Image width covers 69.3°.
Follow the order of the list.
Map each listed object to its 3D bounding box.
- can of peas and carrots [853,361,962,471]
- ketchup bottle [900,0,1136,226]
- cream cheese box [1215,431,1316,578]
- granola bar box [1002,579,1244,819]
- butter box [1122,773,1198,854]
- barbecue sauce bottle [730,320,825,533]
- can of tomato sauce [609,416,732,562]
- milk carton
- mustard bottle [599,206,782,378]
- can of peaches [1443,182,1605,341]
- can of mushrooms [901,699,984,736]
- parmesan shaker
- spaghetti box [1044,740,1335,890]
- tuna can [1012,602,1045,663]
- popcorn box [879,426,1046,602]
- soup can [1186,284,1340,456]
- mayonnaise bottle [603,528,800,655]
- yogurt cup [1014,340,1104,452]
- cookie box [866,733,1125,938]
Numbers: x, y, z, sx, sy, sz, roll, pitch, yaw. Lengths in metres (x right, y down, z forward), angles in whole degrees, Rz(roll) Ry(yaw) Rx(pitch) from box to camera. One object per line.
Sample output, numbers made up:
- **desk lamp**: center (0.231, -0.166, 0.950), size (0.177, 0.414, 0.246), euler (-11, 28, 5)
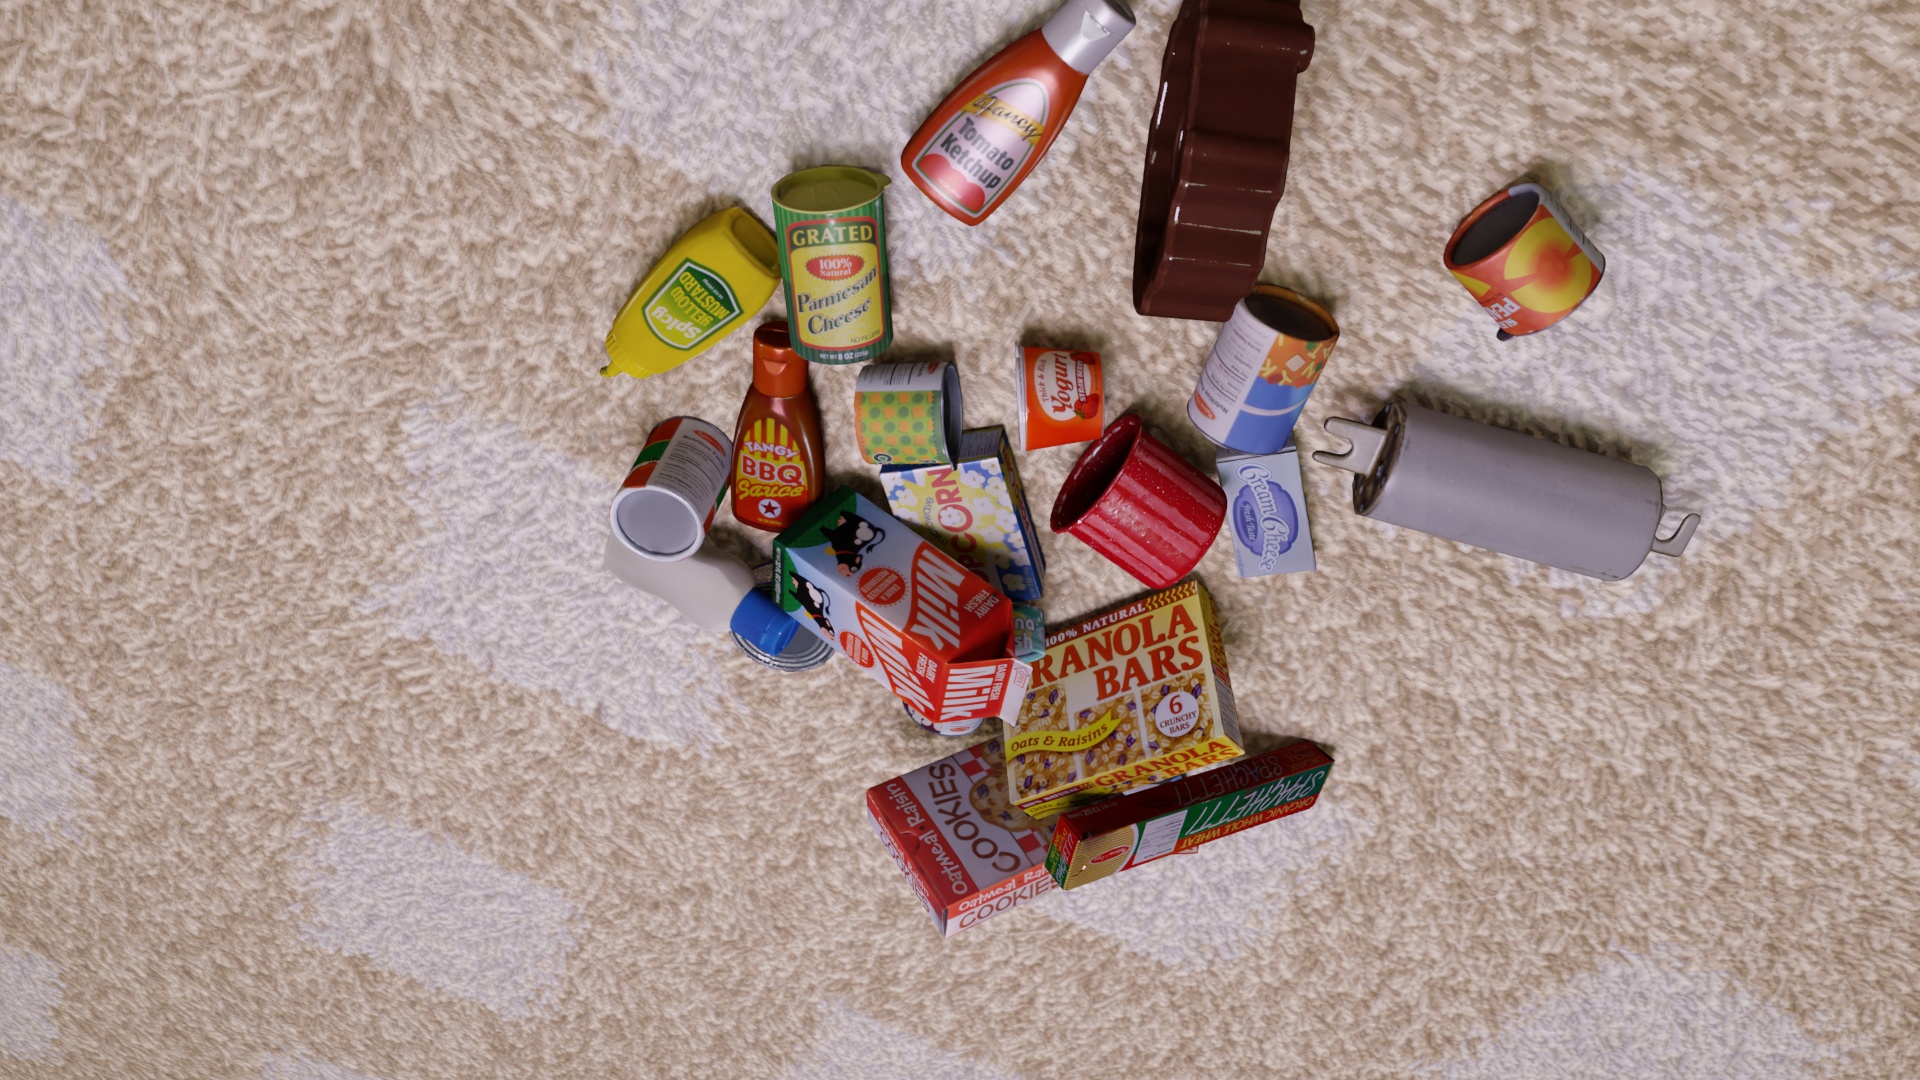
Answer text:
- **can of peas and carrots**: center (-0.033, -0.080, 0.900), size (0.059, 0.071, 0.070), euler (0, 127, 11)
- **ketchup bottle**: center (0.034, -0.247, 0.776), size (0.064, 0.044, 0.148), euler (37, 124, -18)
- **cream cheese box**: center (0.205, -0.022, 0.931), size (0.053, 0.024, 0.103), euler (-8, 125, 15)
- **granola bar box**: center (0.110, 0.114, 0.986), size (0.165, 0.125, 0.039), euler (-23, 141, 25)
- **butter box**: center (0.159, 0.211, 1.118), size (0.053, 0.024, 0.103), euler (-7, 125, 16)
- **barbecue sauce bottle**: center (-0.122, -0.075, 0.934), size (0.065, 0.044, 0.147), euler (11, 128, 4)
- **can of tomato sauce**: center (-0.197, -0.034, 0.953), size (0.071, 0.083, 0.070), euler (5, 128, 6)
- **milk carton**: center (-0.033, 0.052, 0.932), size (0.191, 0.074, 0.072), euler (35, 144, 19)
- **mustard bottle**: center (-0.181, -0.145, 0.887), size (0.159, 0.049, 0.065), euler (-34, 113, 30)
- **can of peaches**: center (0.314, -0.156, 0.781), size (0.058, 0.071, 0.071), euler (41, 123, -19)
- **can of mushrooms**: center (-0.010, 0.111, 1.045), size (0.071, 0.071, 0.033), euler (17, 128, -3)
- **parmesan shaker**: center (-0.073, -0.166, 0.843), size (0.071, 0.072, 0.102), euler (3, 128, 8)
- **spaghetti box**: center (0.171, 0.196, 1.007), size (0.251, 0.029, 0.050), euler (-9, 127, -33)
- **tuna can**: center (0.029, 0.068, 0.997), size (0.071, 0.033, 0.071), euler (-3, 164, -1)
- **popcorn box**: center (0.003, -0.012, 0.964), size (0.085, 0.038, 0.126), euler (-7, 126, 17)
- **soup can**: center (0.186, -0.104, 0.847), size (0.071, 0.072, 0.083), euler (17, 128, -3)
- **mayonnaise bottle**: center (-0.184, 0.030, 0.997), size (0.148, 0.041, 0.064), euler (31, 118, 11)
- **yogurt cup**: center (0.062, -0.090, 0.879), size (0.054, 0.073, 0.072), euler (-2, 127, 2)
- **cookie box**: center (0.031, 0.205, 1.023), size (0.168, 0.123, 0.040), euler (-18, 132, -24)
